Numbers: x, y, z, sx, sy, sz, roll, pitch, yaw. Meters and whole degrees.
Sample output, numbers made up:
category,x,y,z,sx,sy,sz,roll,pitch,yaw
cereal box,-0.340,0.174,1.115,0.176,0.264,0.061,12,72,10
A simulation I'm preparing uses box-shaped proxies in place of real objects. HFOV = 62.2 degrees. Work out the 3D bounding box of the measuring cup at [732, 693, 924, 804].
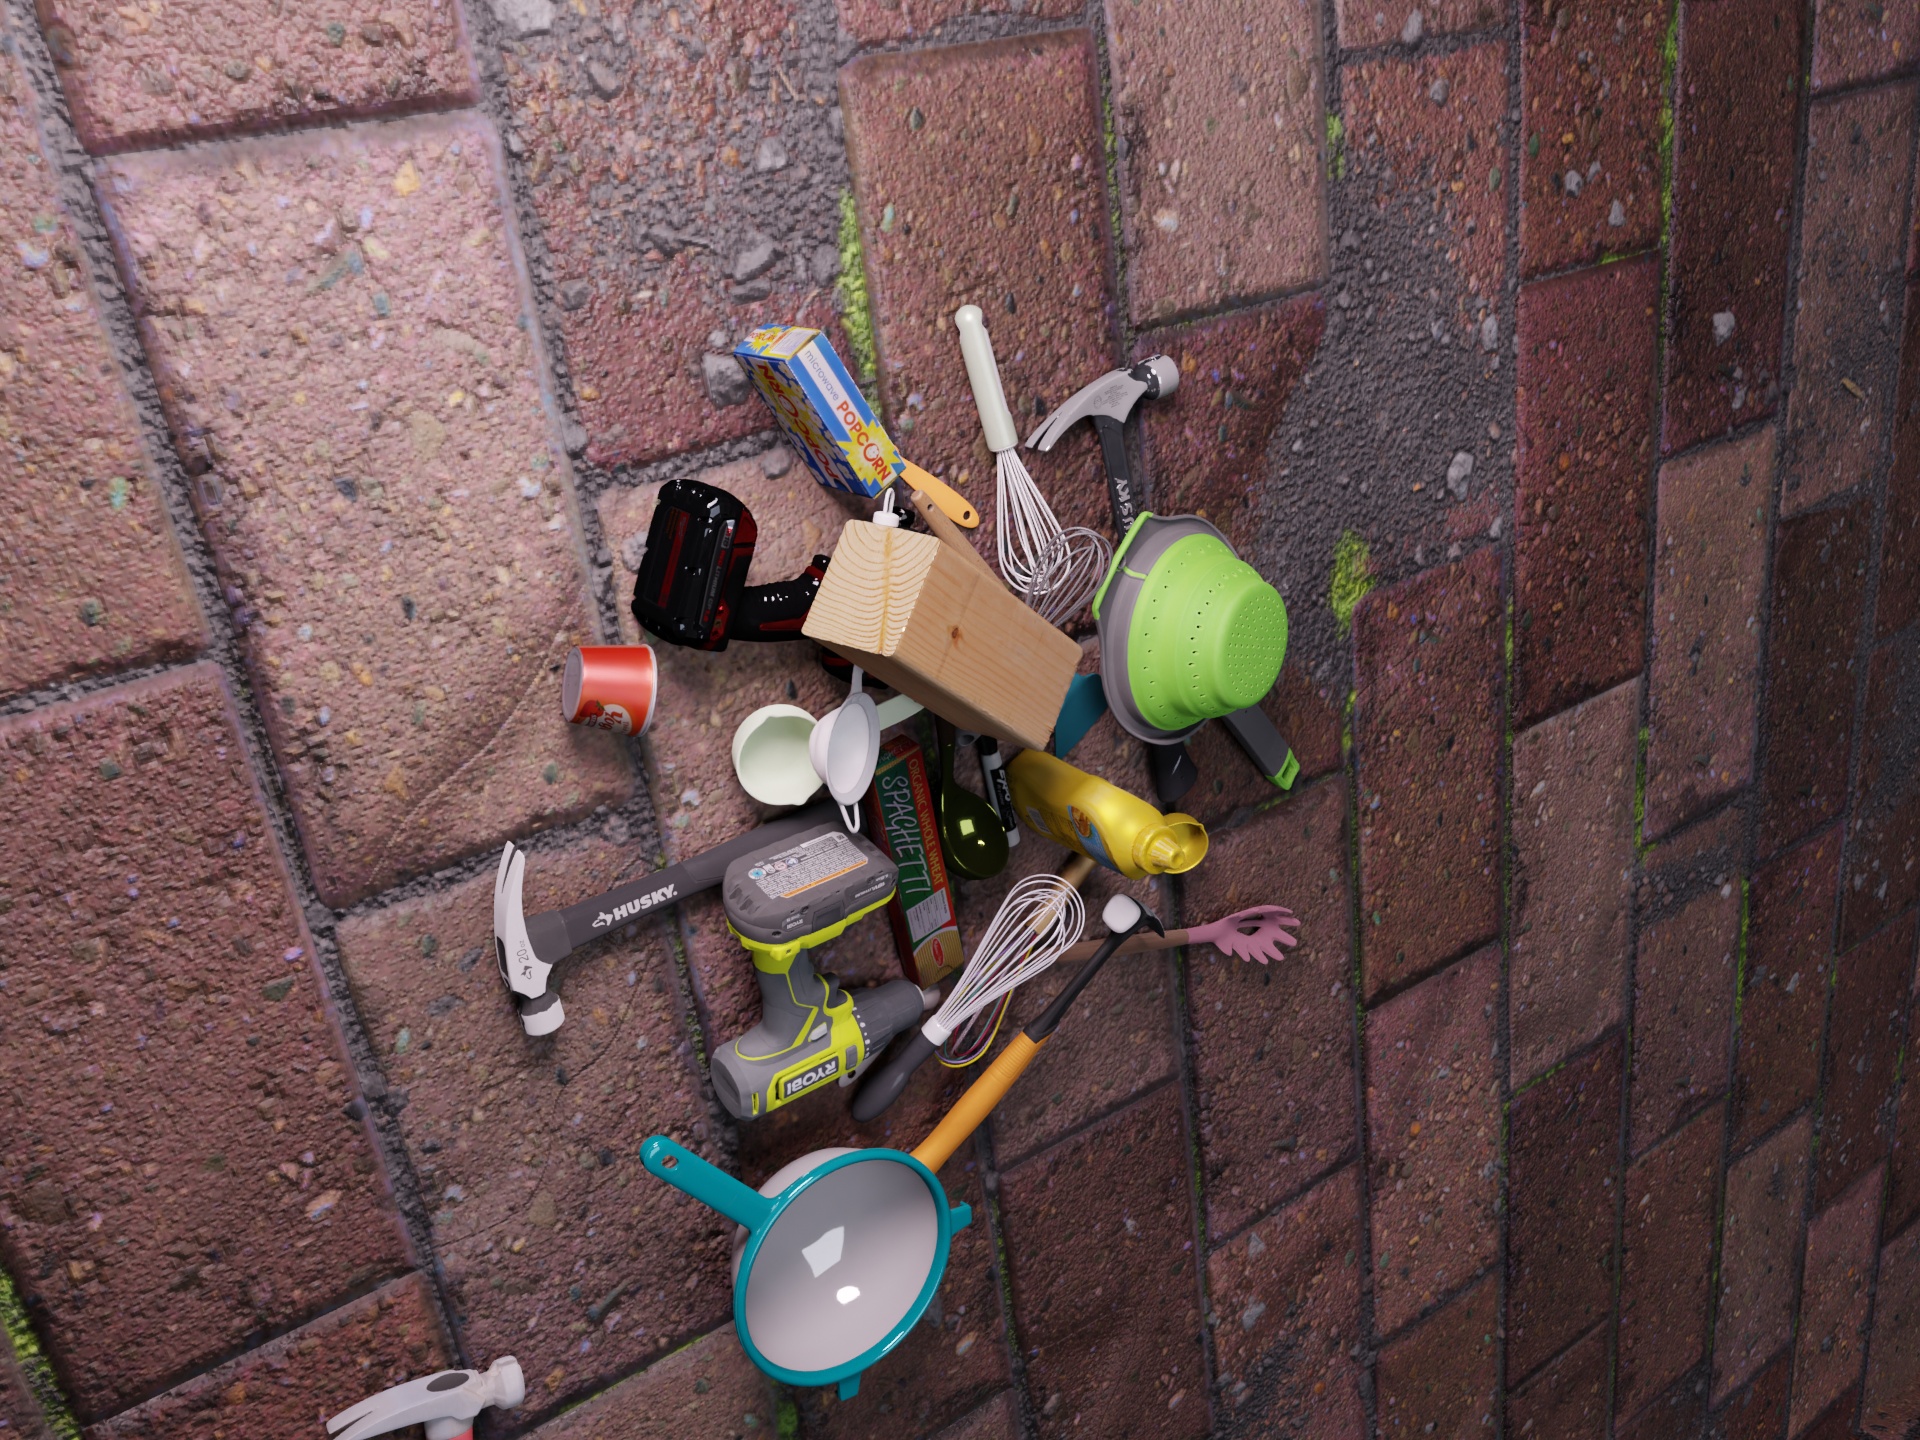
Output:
category,x,y,z,sx,sy,sz,roll,pitch,yaw
measuring cup,-0.101,0.006,1.249,0.167,0.038,0.083,-24,118,-12

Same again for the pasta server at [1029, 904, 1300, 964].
category,x,y,z,sx,sy,sz,roll,pitch,yaw
pasta server,0.203,0.216,1.549,0.316,0.040,0.060,-2,108,-33

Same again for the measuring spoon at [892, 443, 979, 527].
category,x,y,z,sx,sy,sz,roll,pitch,yaw
measuring spoon,-0.023,-0.186,1.276,0.116,0.011,0.021,33,85,-37

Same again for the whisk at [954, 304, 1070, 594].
category,x,y,z,sx,sy,sz,roll,pitch,yaw
whisk,0.038,-0.216,1.290,0.059,0.058,0.246,-15,113,4

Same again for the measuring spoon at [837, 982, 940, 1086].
category,x,y,z,sx,sy,sz,roll,pitch,yaw
measuring spoon,-0.061,0.277,1.396,0.124,0.018,0.034,-46,126,-13

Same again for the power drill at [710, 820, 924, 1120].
category,x,y,z,sx,sy,sz,roll,pitch,yaw
power drill,-0.109,0.200,1.282,0.190,0.080,0.228,-21,131,-31

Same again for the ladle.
category,x,y,z,sx,sy,sz,roll,pitch,yaw
ladle,-0.002,-0.004,1.288,0.078,0.062,0.319,-56,148,-49

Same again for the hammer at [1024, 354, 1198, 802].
category,x,y,z,sx,sy,sz,roll,pitch,yaw
hammer,0.158,-0.106,1.415,0.149,0.036,0.408,-27,119,-24

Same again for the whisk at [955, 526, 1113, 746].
category,x,y,z,sx,sy,sz,roll,pitch,yaw
whisk,0.050,-0.063,1.292,0.055,0.055,0.239,5,133,-36

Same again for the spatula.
category,x,y,z,sx,sy,sz,roll,pitch,yaw
spatula,0.043,-0.081,1.333,0.082,0.044,0.317,-48,127,-10

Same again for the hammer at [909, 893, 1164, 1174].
category,x,y,z,sx,sy,sz,roll,pitch,yaw
hammer,0.060,0.296,1.444,0.337,0.034,0.127,-49,157,2

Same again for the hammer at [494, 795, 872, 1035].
category,x,y,z,sx,sy,sz,roll,pitch,yaw
hammer,-0.200,0.113,1.236,0.334,0.035,0.146,-22,117,-28

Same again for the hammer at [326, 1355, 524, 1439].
category,x,y,z,sx,sy,sz,roll,pitch,yaw
hammer,-0.420,0.696,1.270,0.143,0.038,0.386,-7,109,-32

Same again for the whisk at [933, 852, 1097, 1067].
category,x,y,z,sx,sy,sz,roll,pitch,yaw
whisk,0.057,0.212,1.444,0.245,0.047,0.051,-53,125,-13

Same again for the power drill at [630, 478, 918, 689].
category,x,y,z,sx,sy,sz,roll,pitch,yaw
power drill,-0.124,-0.107,1.195,0.219,0.079,0.143,9,101,-40

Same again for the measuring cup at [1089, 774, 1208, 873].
category,x,y,z,sx,sy,sz,roll,pitch,yaw
measuring cup,0.168,0.089,1.495,0.156,0.029,0.062,36,103,-24

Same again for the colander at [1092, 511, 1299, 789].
category,x,y,z,sx,sy,sz,roll,pitch,yaw
colander,0.259,-0.032,1.437,0.396,0.095,0.204,44,68,-46

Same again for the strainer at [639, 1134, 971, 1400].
category,x,y,z,sx,sy,sz,roll,pitch,yaw
strainer,-0.156,0.414,1.329,0.340,0.095,0.211,44,76,-34

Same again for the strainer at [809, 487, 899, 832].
category,x,y,z,sx,sy,sz,roll,pitch,yaw
strainer,-0.076,-0.045,1.186,0.087,0.050,0.258,-13,116,-66

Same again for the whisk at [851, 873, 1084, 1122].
category,x,y,z,sx,sy,sz,roll,pitch,yaw
whisk,0.000,0.245,1.380,0.284,0.070,0.070,-48,128,8
